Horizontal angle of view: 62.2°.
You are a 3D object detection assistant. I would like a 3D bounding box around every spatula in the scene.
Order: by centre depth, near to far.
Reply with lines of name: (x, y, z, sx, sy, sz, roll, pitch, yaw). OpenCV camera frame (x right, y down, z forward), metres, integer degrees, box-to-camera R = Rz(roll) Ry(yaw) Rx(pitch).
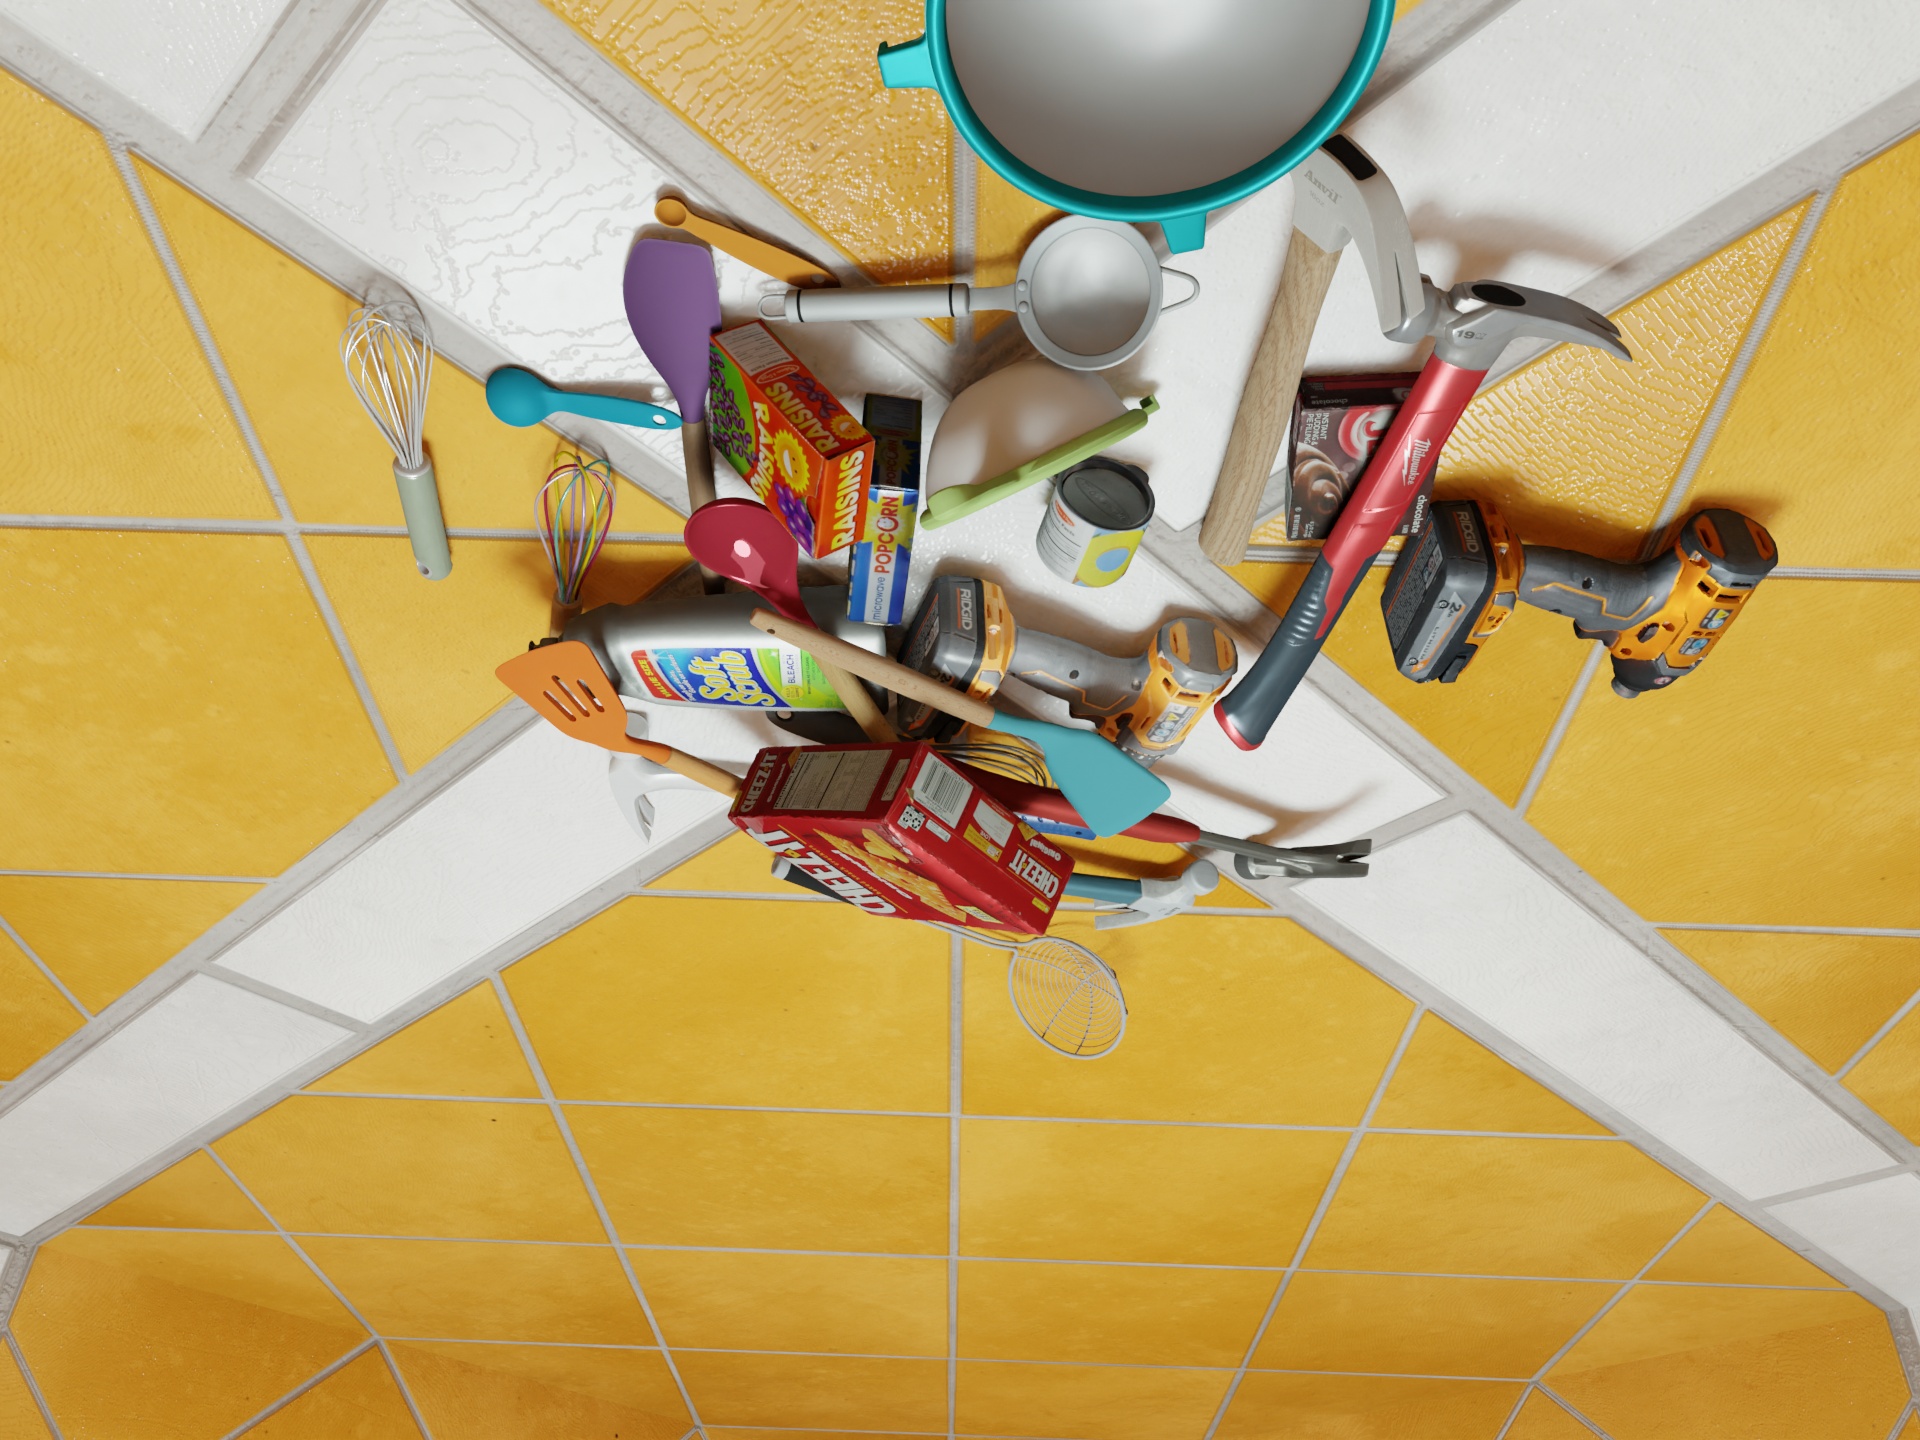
spatula: (-0.174, -0.178, 1.030, 0.060, 0.018, 0.315, 8, 143, 4)
spatula: (-0.002, -0.003, 1.084, 0.317, 0.044, 0.082, 23, 142, -24)
spatula: (-0.204, 0.024, 1.183, 0.081, 0.041, 0.322, -16, 153, 26)

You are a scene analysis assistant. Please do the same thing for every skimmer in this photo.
skimmer: (-0.010, 0.214, 1.461, 0.363, 0.090, 0.127, 23, 133, -23)

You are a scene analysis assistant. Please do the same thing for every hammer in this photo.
hammer: (0.186, -0.198, 0.935, 0.031, 0.130, 0.331, -31, 156, -19)
hammer: (0.265, -0.109, 1.014, 0.143, 0.038, 0.386, 7, 139, -11)
hammer: (0.144, 0.081, 1.250, 0.358, 0.037, 0.149, 14, 167, -26)
hammer: (-0.087, 0.067, 1.325, 0.405, 0.035, 0.144, 6, 141, -4)
hammer: (0.047, 0.133, 1.365, 0.331, 0.033, 0.128, 10, 153, -19)

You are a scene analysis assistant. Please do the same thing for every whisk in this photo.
whisk: (-0.357, -0.173, 1.031, 0.058, 0.059, 0.246, 37, 149, 16)
whisk: (-0.276, -0.104, 1.121, 0.047, 0.051, 0.244, 28, 144, 1)
whisk: (-0.039, 0.023, 1.262, 0.239, 0.055, 0.055, 17, 140, -11)

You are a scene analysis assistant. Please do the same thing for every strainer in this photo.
strainer: (0.123, -0.381, 0.698, 0.210, 0.095, 0.340, 21, 136, -26)
strainer: (0.017, -0.161, 0.905, 0.151, 0.256, 0.069, -23, 97, 21)
strainer: (0.008, -0.244, 0.916, 0.258, 0.050, 0.087, 0, 105, 9)

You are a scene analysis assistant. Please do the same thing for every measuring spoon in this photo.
measuring spoon: (-0.121, -0.274, 0.916, 0.116, 0.011, 0.021, 19, 143, -25)
measuring spoon: (-0.239, -0.193, 1.000, 0.128, 0.021, 0.042, 10, 142, 5)

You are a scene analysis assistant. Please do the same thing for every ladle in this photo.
ladle: (-0.090, -0.042, 1.086, 0.069, 0.031, 0.315, -15, 134, 19)

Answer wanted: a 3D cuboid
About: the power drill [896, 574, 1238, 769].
power drill: (0.068, -0.017, 1.180, 0.226, 0.084, 0.185, 10, 143, -16)

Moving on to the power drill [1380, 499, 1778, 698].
power drill: (0.411, -0.074, 1.085, 0.226, 0.084, 0.164, 2, 143, -6)
